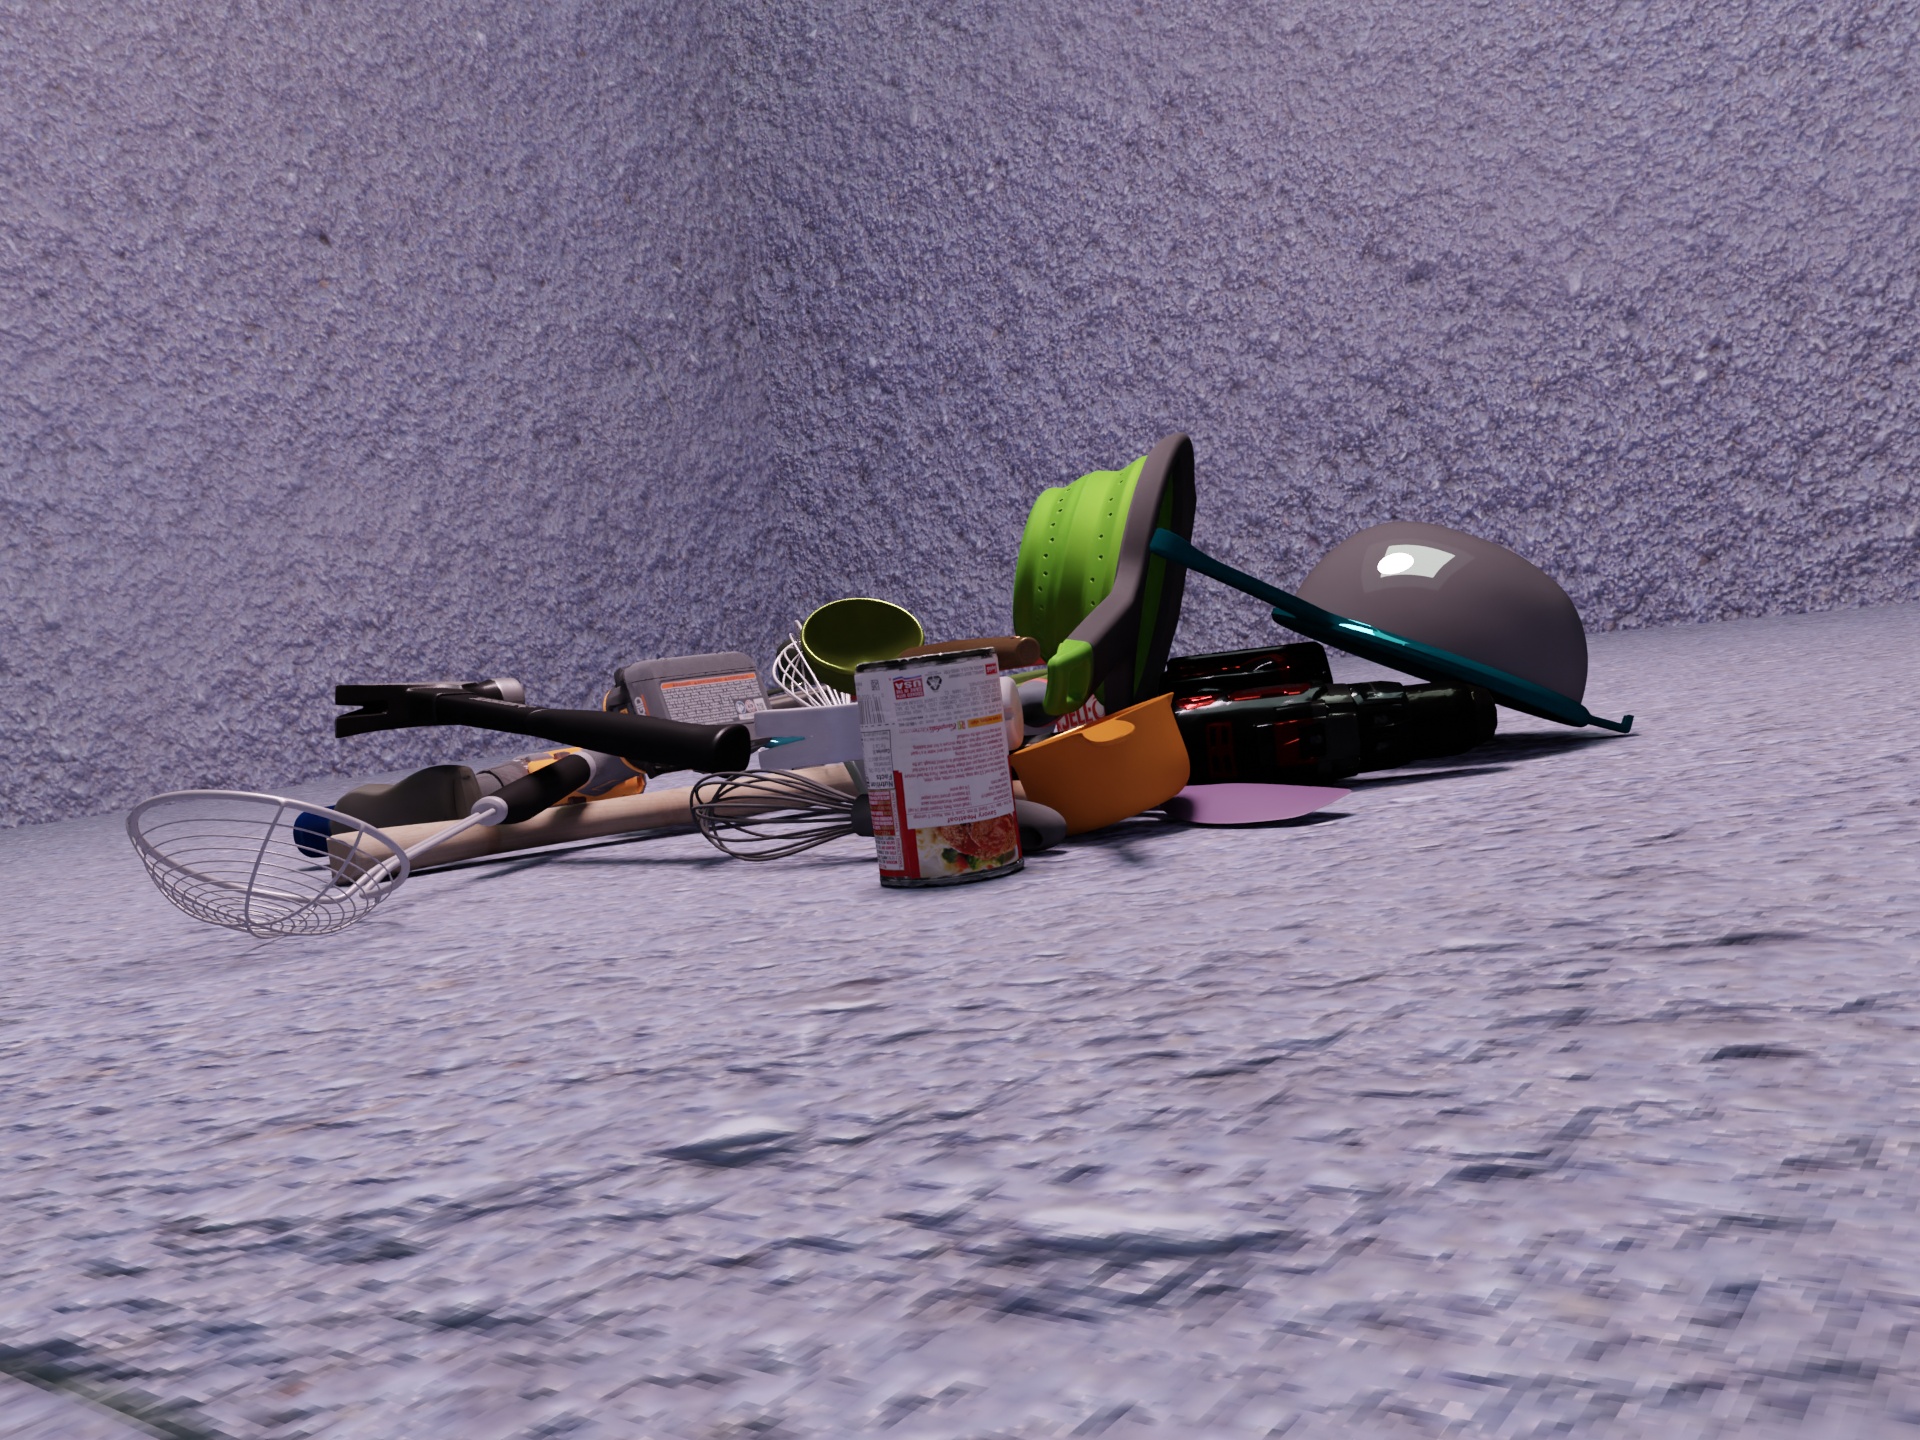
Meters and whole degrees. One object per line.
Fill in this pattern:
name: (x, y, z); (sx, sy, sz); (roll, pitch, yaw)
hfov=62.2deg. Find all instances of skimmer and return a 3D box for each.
skimmer: (-0.302, 0.039, 0.894); (0.127, 0.090, 0.363); (-7, 10, 16)

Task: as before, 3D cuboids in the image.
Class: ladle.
ladle: (-0.022, -0.045, 0.878); (0.078, 0.062, 0.320); (-11, 4, -18)

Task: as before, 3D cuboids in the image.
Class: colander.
colander: (0.069, -0.074, 0.989); (0.094, 0.204, 0.397); (11, 18, 14)

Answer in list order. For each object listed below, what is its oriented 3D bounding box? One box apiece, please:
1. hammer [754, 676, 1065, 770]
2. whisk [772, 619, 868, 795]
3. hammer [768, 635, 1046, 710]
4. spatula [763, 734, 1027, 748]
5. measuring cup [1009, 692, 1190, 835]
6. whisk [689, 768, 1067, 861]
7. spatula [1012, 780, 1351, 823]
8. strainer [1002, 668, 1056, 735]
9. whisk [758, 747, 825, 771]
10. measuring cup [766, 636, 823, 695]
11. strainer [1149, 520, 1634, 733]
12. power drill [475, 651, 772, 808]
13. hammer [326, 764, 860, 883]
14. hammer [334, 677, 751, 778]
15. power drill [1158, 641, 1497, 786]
hammer: (-0.002, -0.003, 1.004); (0.143, 0.038, 0.386); (-6, 1, 13)
whisk: (-0.081, -0.001, 1.078); (0.058, 0.059, 0.247); (-20, 34, -9)
hammer: (-0.069, -0.035, 1.364); (0.359, 0.036, 0.149); (-12, 15, 20)
spatula: (-0.074, 0.004, 1.241); (0.317, 0.044, 0.082); (2, 11, 25)
measuring cup: (0.076, 0.026, 0.782); (0.095, 0.052, 0.173); (-21, 2, -1)
whisk: (-0.049, 0.053, 0.833); (0.239, 0.055, 0.055); (1, 6, 34)
spatula: (0.089, 0.044, 0.900); (0.059, 0.018, 0.316); (-20, 10, -31)
strainer: (-0.013, 0.013, 1.353); (0.151, 0.069, 0.256); (-19, 5, -44)
whisk: (-0.136, 0.033, 1.349); (0.070, 0.070, 0.285); (-7, 7, -9)
measuring cup: (-0.145, -0.043, 1.288); (0.083, 0.038, 0.167); (-3, 11, 41)
strainer: (0.264, -0.090, 0.998); (0.340, 0.095, 0.211); (18, 5, -30)
power drill: (-0.272, 0.028, 1.181); (0.226, 0.084, 0.185); (-26, -10, 36)
hammer: (-0.215, 0.063, 1.096); (0.410, 0.038, 0.146); (-8, 1, -18)
hammer: (-0.256, 0.003, 0.998); (0.335, 0.035, 0.146); (7, 8, 40)
power drill: (0.214, -0.002, 0.989); (0.188, 0.080, 0.227); (-7, 5, 4)
